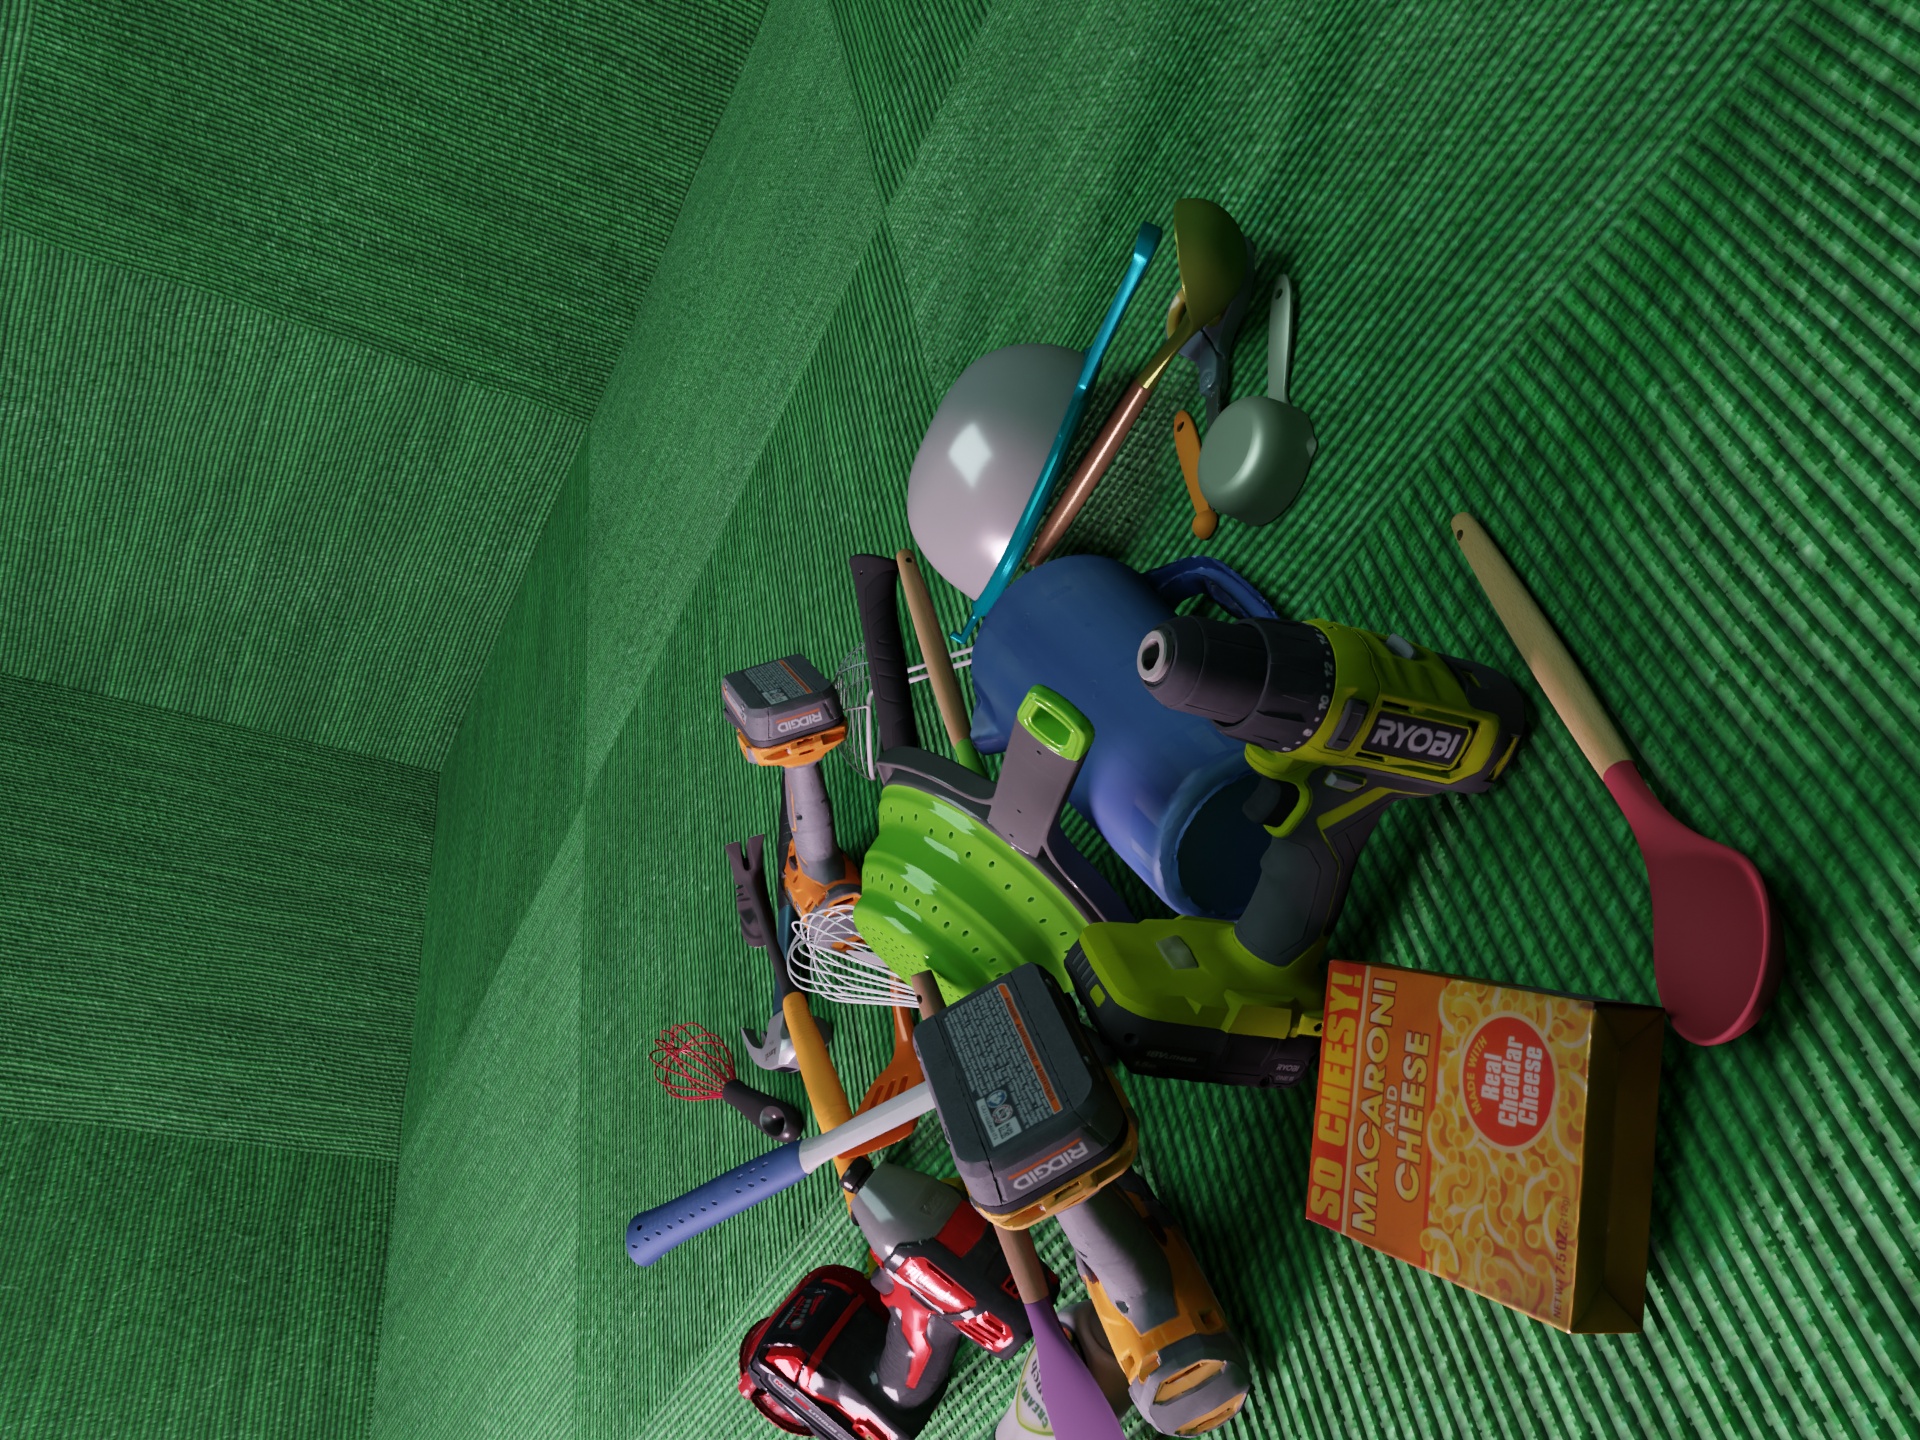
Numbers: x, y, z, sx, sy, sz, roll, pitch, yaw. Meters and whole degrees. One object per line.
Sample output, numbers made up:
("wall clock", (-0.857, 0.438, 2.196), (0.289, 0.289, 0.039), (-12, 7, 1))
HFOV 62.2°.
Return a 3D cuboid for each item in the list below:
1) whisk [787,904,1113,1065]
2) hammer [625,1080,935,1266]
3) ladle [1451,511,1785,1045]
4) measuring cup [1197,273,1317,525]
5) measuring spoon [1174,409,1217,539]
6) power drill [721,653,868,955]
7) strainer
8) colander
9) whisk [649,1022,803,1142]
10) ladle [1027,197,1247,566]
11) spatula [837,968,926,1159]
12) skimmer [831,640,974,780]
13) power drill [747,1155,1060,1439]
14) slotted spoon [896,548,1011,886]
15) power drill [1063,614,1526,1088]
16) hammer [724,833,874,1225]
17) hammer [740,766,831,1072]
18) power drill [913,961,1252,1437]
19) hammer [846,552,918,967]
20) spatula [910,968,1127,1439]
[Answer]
("whisk", (-0.013, 0.178, 1.052), (0.285, 0.070, 0.070), (13, 88, 41))
("hammer", (-0.102, 0.304, 1.142), (0.405, 0.035, 0.144), (-33, 42, 30))
("ladle", (0.272, 0.005, 0.688), (0.316, 0.031, 0.069), (-101, 24, -47))
("measuring cup", (0.181, -0.203, 0.976), (0.083, 0.038, 0.168), (-18, 62, 60))
("measuring spoon", (0.151, -0.165, 1.047), (0.021, 0.011, 0.117), (-49, 35, 42))
("power drill", (-0.133, 0.065, 1.328), (0.164, 0.084, 0.226), (-140, 35, -62))
("strainer", (0.036, -0.222, 1.097), (0.340, 0.095, 0.211), (118, 173, -54))
("colander", (0.009, 0.087, 0.866), (0.094, 0.204, 0.396), (-49, -11, -18))
("whisk", (-0.216, 0.335, 1.462), (0.296, 0.073, 0.073), (7, 82, 58))
("ladle", (0.105, -0.218, 1.095), (0.320, 0.062, 0.078), (123, 163, -46))
("spatula", (-0.053, 0.180, 1.229), (0.081, 0.041, 0.323), (-28, 48, 34))
("skimmer", (0.008, -0.038, 1.248), (0.363, 0.090, 0.127), (-16, 65, 49))
("power drill", (-0.043, 0.361, 0.981), (0.078, 0.143, 0.219), (-43, -12, -51))
("slotted spoon", (-0.002, -0.004, 1.151), (0.031, 0.070, 0.314), (107, 151, -53))
("power drill", (0.138, 0.057, 0.749), (0.228, 0.190, 0.080), (-68, 27, 23))
("hammer", (-0.123, 0.244, 1.259), (0.127, 0.034, 0.337), (89, 160, -45))
("hammer", (-0.155, 0.162, 1.459), (0.128, 0.033, 0.331), (-42, 40, 47))
("power drill", (0.059, 0.227, 0.803), (0.084, 0.226, 0.186), (-29, 30, 0))
("hammer", (-0.048, 0.025, 1.205), (0.146, 0.035, 0.335), (-28, 64, 42))
("spatula", (0.033, 0.285, 0.853), (0.060, 0.018, 0.316), (-32, 75, 48))
